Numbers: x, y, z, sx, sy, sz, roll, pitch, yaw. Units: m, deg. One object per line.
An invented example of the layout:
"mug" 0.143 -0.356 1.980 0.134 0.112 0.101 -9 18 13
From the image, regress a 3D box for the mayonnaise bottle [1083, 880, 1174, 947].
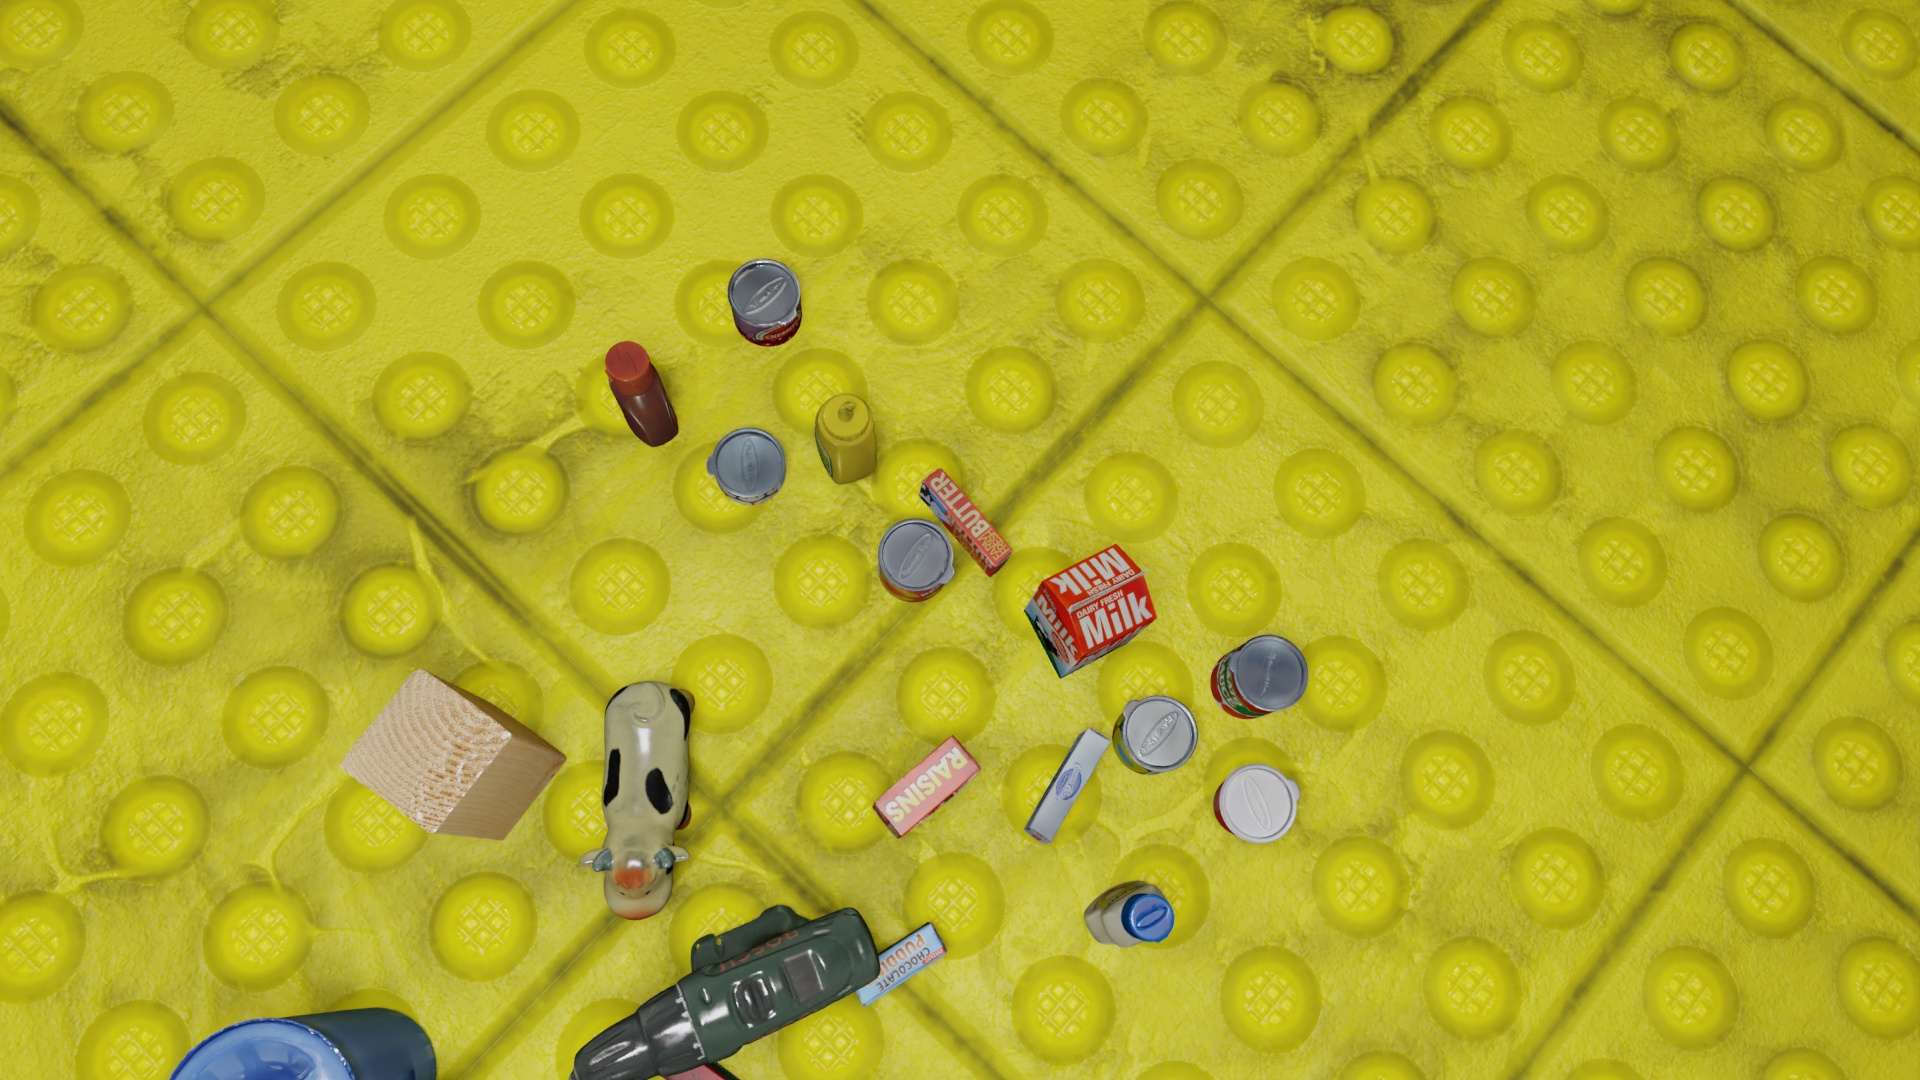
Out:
"mayonnaise bottle" 0.143 0.308 1.145 0.065 0.147 0.041 -29 81 -10

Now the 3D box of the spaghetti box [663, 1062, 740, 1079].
"spaghetti box" -0.168 0.470 1.130 0.250 0.050 0.029 35 77 4

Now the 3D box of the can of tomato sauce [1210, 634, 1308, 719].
"can of tomato sauce" 0.262 0.123 1.234 0.071 0.083 0.071 1 76 -4

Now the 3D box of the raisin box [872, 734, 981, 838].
"raisin box" -0.031 0.209 1.168 0.086 0.123 0.040 -39 82 -12

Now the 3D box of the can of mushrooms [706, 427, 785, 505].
"can of mushrooms" -0.195 -0.067 1.269 0.071 0.033 0.071 1 76 -4

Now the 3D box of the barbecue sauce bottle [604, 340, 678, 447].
"barbecue sauce bottle" -0.282 -0.131 1.219 0.044 0.148 0.065 -31 81 -11

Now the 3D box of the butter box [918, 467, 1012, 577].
"butter box" 0.005 -0.016 1.263 0.024 0.053 0.103 -39 82 -12

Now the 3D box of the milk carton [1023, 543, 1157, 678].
"milk carton" 0.110 0.059 1.182 0.072 0.190 0.073 -26 80 -10

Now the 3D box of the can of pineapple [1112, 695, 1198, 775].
"can of pineapple" 0.170 0.171 1.227 0.071 0.057 0.071 1 76 -4

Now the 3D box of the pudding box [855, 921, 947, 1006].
"pudding box" -0.053 0.356 1.168 0.084 0.049 0.030 -30 81 -11

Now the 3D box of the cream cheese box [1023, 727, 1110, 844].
"cream cheese box" 0.092 0.214 1.212 0.024 0.053 0.104 32 76 3

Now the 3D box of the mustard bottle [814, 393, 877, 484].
"mustard bottle" -0.101 -0.096 1.219 0.049 0.160 0.065 -21 79 -9

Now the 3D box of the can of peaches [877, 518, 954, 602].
"can of peaches" -0.040 0.020 1.248 0.071 0.058 0.071 1 76 -4

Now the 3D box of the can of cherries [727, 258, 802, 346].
"can of cherries" -0.180 -0.219 1.295 0.071 0.058 0.071 1 76 -4

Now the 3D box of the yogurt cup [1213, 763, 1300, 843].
"yogurt cup" 0.255 0.232 1.221 0.072 0.054 0.072 1 76 -4
